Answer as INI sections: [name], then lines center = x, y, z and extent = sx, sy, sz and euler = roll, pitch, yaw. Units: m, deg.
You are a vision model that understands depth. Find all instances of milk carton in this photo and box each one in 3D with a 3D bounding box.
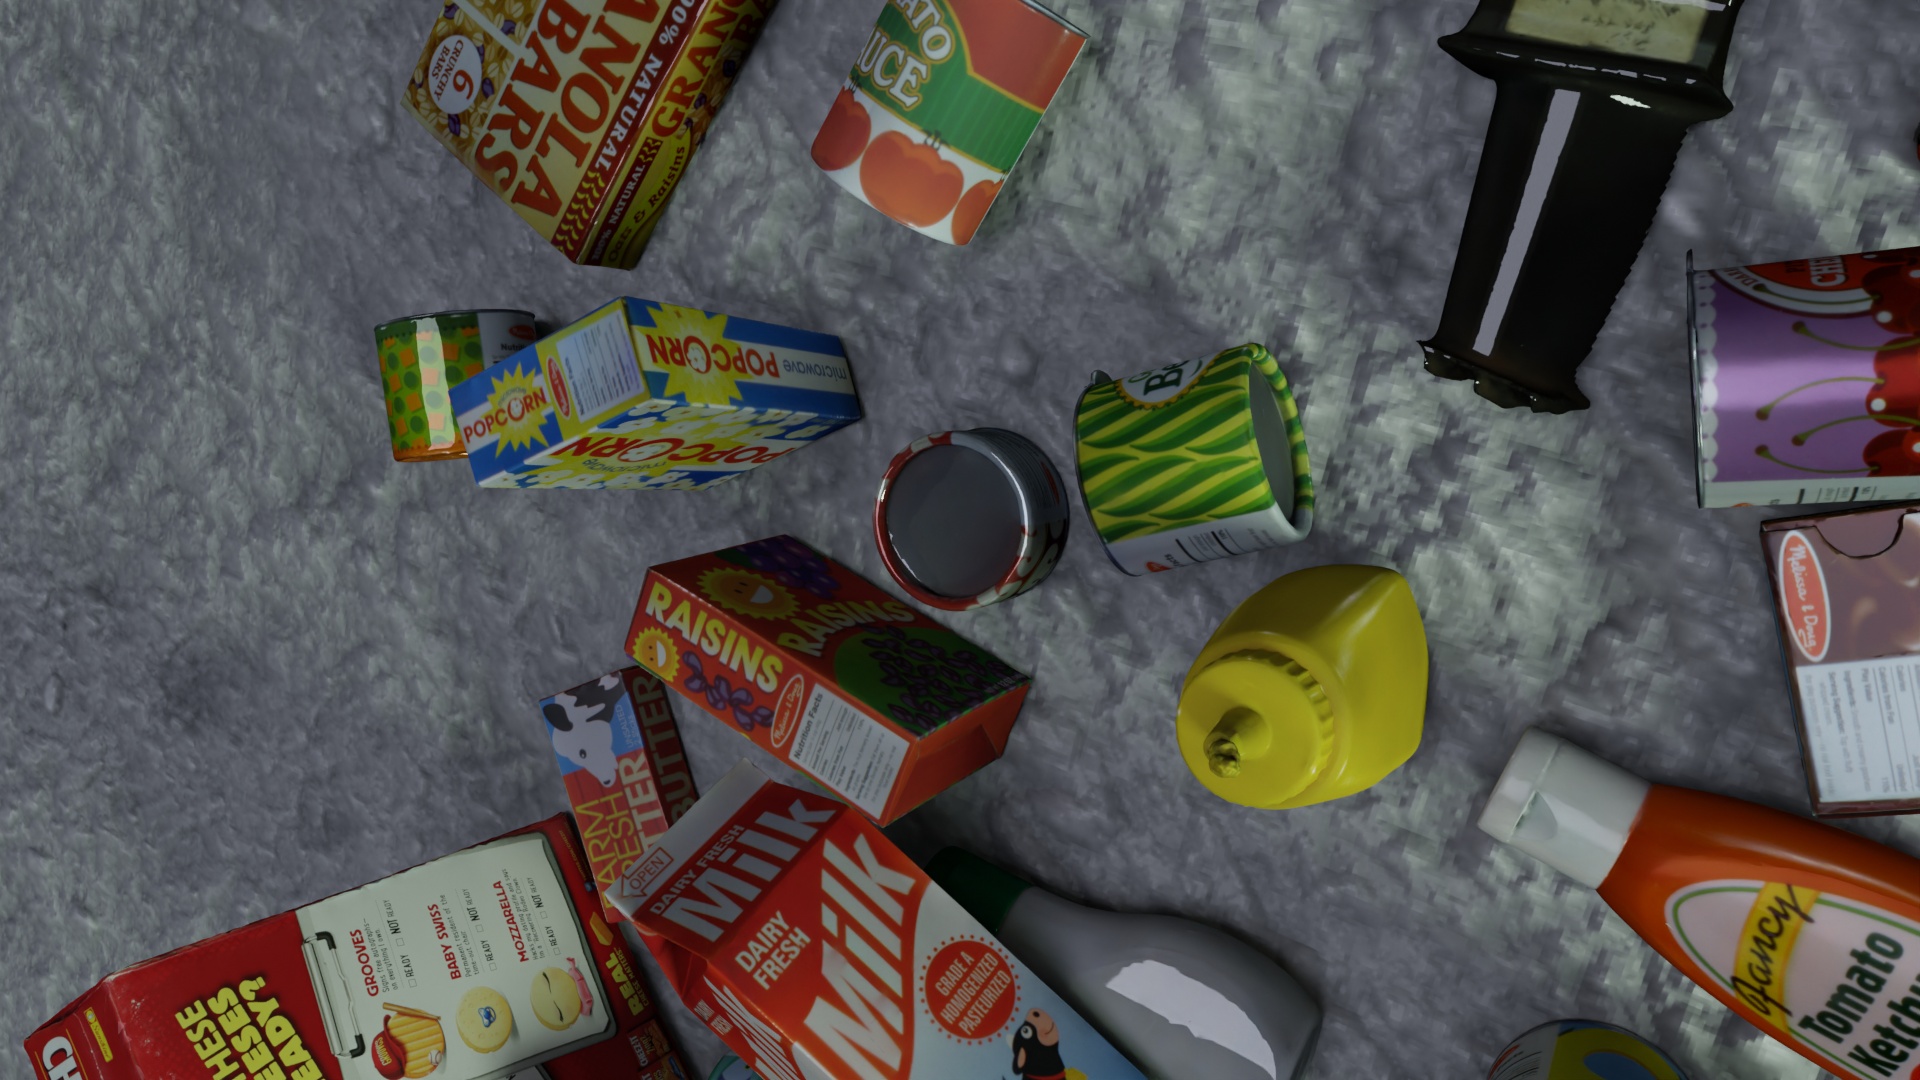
[milk carton]
center = -0.028, 0.161, 0.474
extent = 0.190, 0.073, 0.073
euler = 42, 147, 6

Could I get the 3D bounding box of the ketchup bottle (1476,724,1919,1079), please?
[ketchup bottle]
center = 0.226, 0.103, 0.396
extent = 0.149, 0.044, 0.064
euler = 28, 118, 24

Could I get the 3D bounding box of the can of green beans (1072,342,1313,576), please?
[can of green beans]
center = 0.077, -0.026, 0.451
extent = 0.057, 0.071, 0.071
euler = -13, 89, 28

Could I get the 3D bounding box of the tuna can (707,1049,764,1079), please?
[tuna can]
center = -0.075, 0.237, 0.553
extent = 0.033, 0.071, 0.071
euler = -5, 93, 30

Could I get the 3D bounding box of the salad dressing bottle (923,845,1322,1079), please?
[salad dressing bottle]
center = 0.051, 0.155, 0.494
extent = 0.148, 0.044, 0.064
euler = 20, 109, 27

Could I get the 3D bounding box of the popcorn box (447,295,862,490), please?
[popcorn box]
center = -0.107, -0.050, 0.510
extent = 0.085, 0.127, 0.038
euler = -20, 82, 28

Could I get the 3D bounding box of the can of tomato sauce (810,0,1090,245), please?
[can of tomato sauce]
center = -0.006, -0.155, 0.480
extent = 0.071, 0.071, 0.082
euler = 39, 112, 19

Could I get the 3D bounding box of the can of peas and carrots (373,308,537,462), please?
[can of peas and carrots]
center = -0.216, -0.066, 0.601
extent = 0.071, 0.071, 0.058
euler = -6, 93, 28

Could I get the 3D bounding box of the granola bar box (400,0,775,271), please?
[granola bar box]
center = -0.149, -0.214, 0.567
extent = 0.124, 0.039, 0.165
euler = 42, 112, 18

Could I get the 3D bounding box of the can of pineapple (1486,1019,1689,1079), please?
[can of pineapple]
center = 0.190, 0.188, 0.415
extent = 0.071, 0.058, 0.071
euler = 3, 96, 27

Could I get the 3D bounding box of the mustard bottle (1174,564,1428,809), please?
[mustard bottle]
center = 0.096, 0.043, 0.394
extent = 0.049, 0.160, 0.065
euler = -6, 91, 30

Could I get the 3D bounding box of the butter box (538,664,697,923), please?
[butter box]
center = -0.143, 0.109, 0.602
extent = 0.053, 0.024, 0.103
euler = -22, 84, 28

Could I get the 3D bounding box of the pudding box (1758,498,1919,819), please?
[pudding box]
center = 0.255, 0.032, 0.382
extent = 0.049, 0.030, 0.083
euler = -11, 90, 29

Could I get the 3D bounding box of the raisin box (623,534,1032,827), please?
[raisin box]
center = -0.048, 0.046, 0.512
extent = 0.123, 0.086, 0.040
euler = 29, 112, 22

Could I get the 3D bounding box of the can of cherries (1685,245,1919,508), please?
[can of cherries]
center = 0.226, -0.045, 0.369
extent = 0.058, 0.071, 0.071
euler = -3, 94, 28

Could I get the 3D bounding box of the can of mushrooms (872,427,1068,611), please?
[can of mushrooms]
center = 0.002, -0.006, 0.510
extent = 0.071, 0.033, 0.071
euler = 3, 96, 27
